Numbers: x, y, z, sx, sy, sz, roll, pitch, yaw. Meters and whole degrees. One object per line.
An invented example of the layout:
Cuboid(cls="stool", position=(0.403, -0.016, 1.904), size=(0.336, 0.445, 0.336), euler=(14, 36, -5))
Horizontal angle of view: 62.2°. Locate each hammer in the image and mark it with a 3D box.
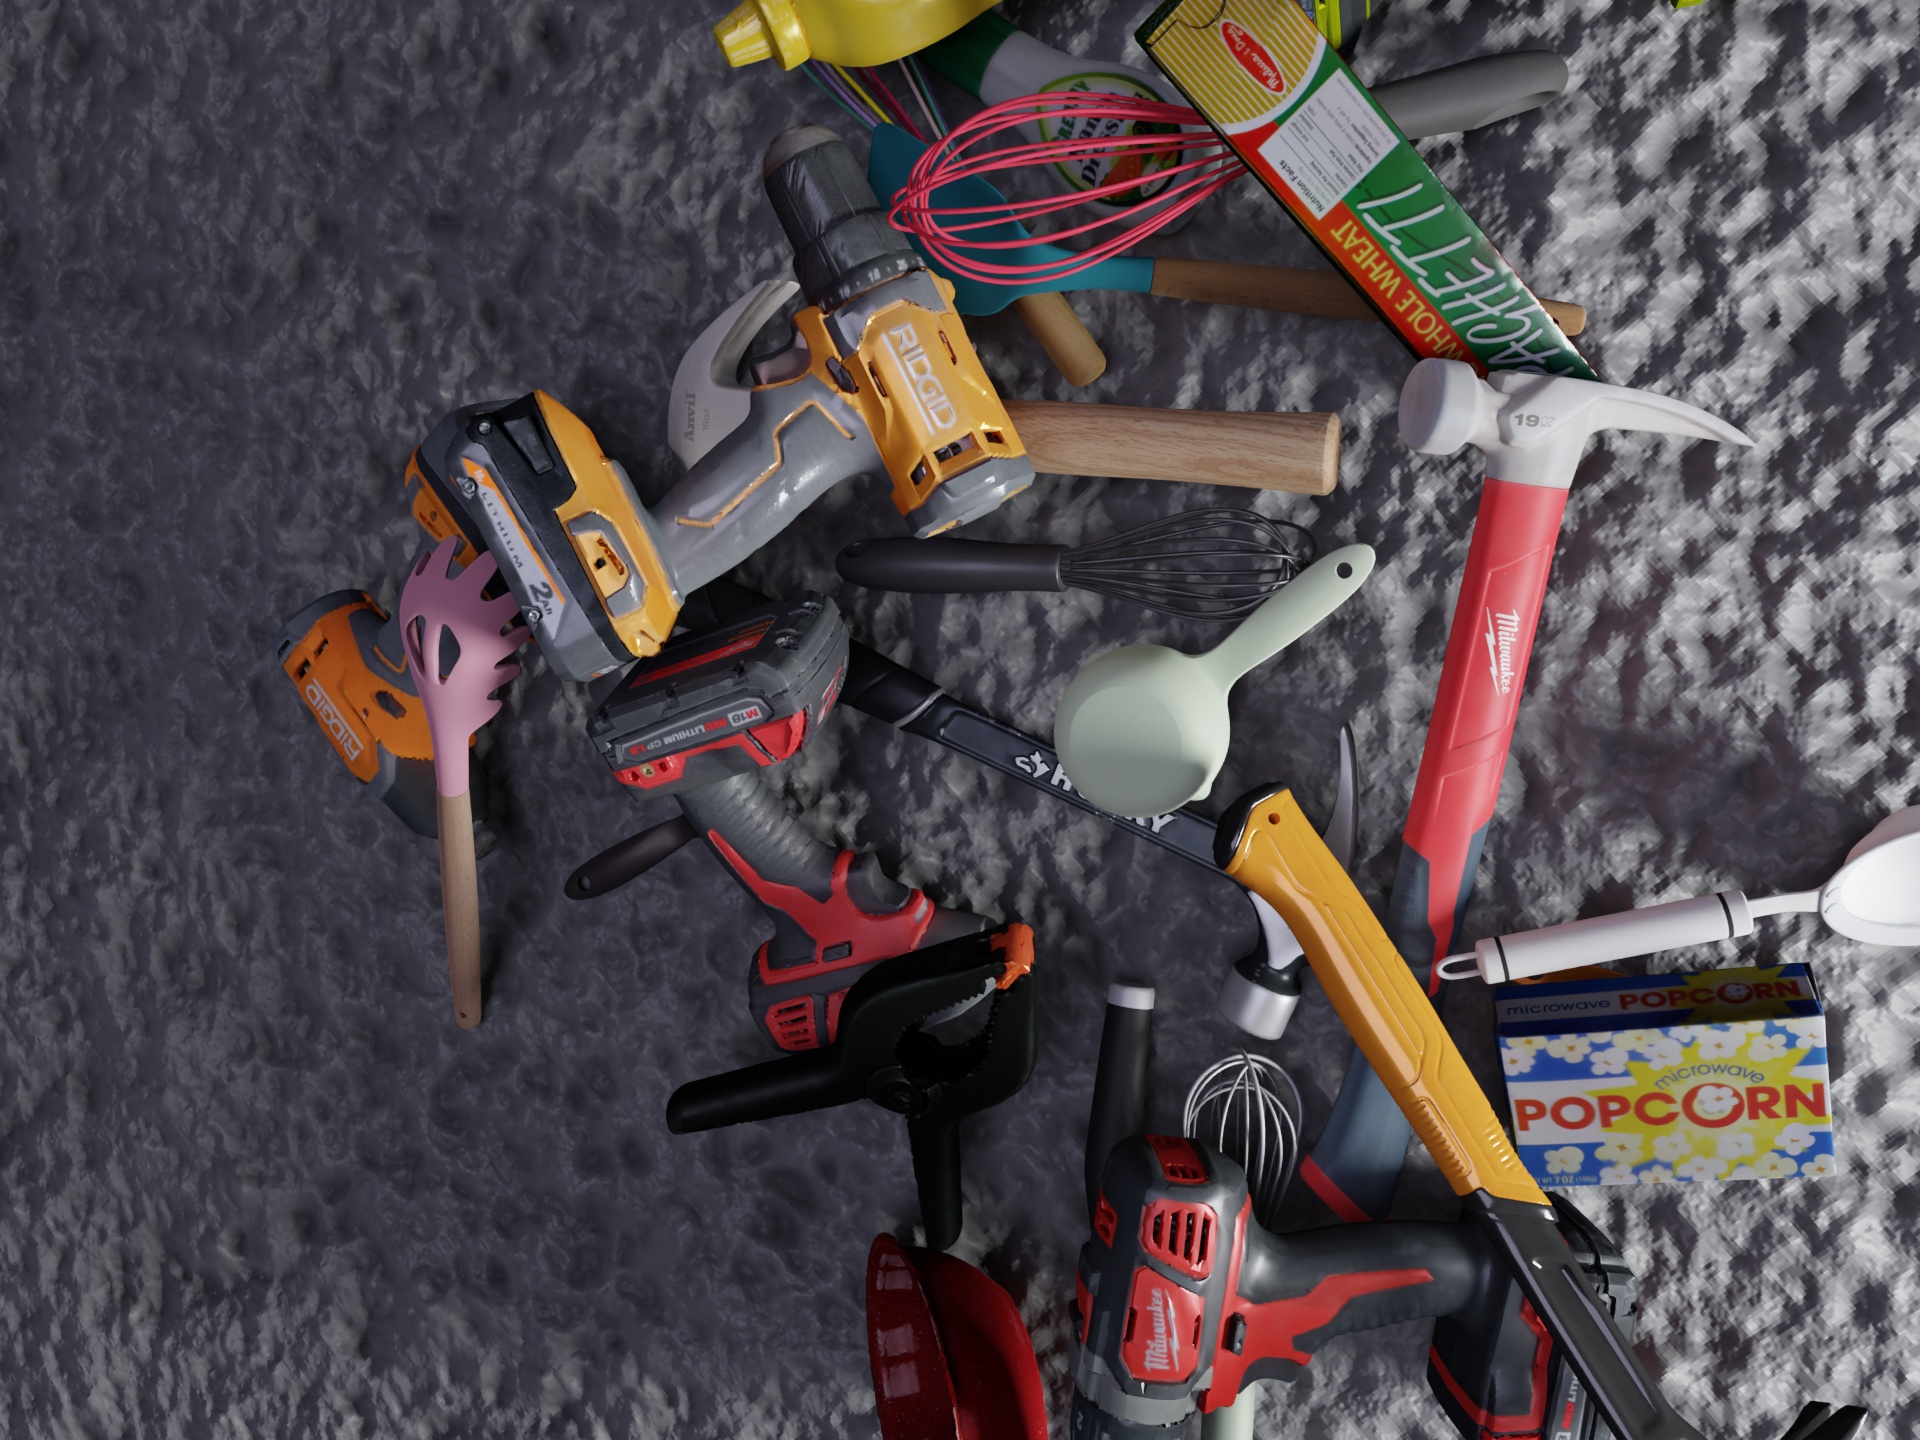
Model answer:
Cuboid(cls="hammer", position=(0.010, -0.137, 0.743), size=(0.331, 0.031, 0.130), euler=(7, 105, 22))
Cuboid(cls="hammer", position=(-0.001, -0.002, 0.777), size=(0.409, 0.036, 0.149), euler=(26, 102, 15))
Cuboid(cls="hammer", position=(0.212, 0.169, 0.638), size=(0.127, 0.034, 0.337), euler=(-28, 78, -15))
Cuboid(cls="hammer", position=(0.225, 0.047, 0.690), size=(0.143, 0.038, 0.386), euler=(5, 105, -11))

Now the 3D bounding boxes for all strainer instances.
Cuboid(cls="strainer", position=(0.325, 0.075, 0.654), size=(0.258, 0.086, 0.050), euler=(-14, 47, 12))

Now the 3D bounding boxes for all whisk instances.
Cuboid(cls="whisk", position=(0.048, -0.075, 0.748), size=(0.239, 0.055, 0.055), euler=(3, 97, 23))
Cuboid(cls="whisk", position=(0.113, -0.235, 0.650), size=(0.296, 0.073, 0.073), euler=(-15, 91, -8))
Cuboid(cls="whisk", position=(0.129, 0.272, 0.756), size=(0.057, 0.059, 0.246), euler=(-1, 101, -11))
Cuboid(cls="whisk", position=(-0.011, -0.259, 0.750), size=(0.051, 0.047, 0.245), euler=(-36, 87, 18))

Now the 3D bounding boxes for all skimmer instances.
Cuboid(cls="skimmer", position=(0.092, 0.310, 0.750), size=(0.090, 0.127, 0.363), euler=(5, 88, 23))

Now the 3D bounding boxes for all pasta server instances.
Cuboid(cls="pasta server", position=(-0.251, 0.049, 0.805), size=(0.060, 0.040, 0.316), euler=(21, 131, 10))

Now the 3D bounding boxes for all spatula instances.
Cuboid(cls="spatula", position=(0.111, -0.198, 0.697), size=(0.317, 0.044, 0.082), euler=(8, 128, 4))

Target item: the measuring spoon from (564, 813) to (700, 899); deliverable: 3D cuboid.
Cuboid(cls="measuring spoon", position=(-0.168, 0.068, 0.849), size=(0.124, 0.018, 0.034), euler=(-29, 86, 20))

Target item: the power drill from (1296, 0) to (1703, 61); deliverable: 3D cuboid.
Cuboid(cls="power drill", position=(0.200, -0.318, 0.595), size=(0.228, 0.190, 0.080), euler=(-5, 87, 15))

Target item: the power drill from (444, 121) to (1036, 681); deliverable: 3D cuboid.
Cuboid(cls="power drill", position=(-0.104, -0.137, 0.692), size=(0.226, 0.084, 0.185), euler=(-26, 93, -4))

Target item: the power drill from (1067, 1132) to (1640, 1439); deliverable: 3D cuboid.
Cuboid(cls="power drill", position=(0.155, 0.279, 0.682), size=(0.226, 0.080, 0.188), euler=(7, 98, -7))

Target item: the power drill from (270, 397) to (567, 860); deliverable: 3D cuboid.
Cuboid(cls="power drill", position=(-0.253, -0.037, 0.821), size=(0.226, 0.084, 0.164), euler=(-41, 82, 33))

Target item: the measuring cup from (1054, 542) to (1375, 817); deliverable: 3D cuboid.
Cuboid(cls="measuring cup", position=(0.108, -0.020, 0.685), size=(0.167, 0.038, 0.083), euler=(-41, 85, 28))

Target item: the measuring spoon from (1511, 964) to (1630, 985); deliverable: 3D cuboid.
Cuboid(cls="measuring spoon", position=(0.298, 0.122, 0.701), size=(0.117, 0.011, 0.021), euler=(14, 104, 21))

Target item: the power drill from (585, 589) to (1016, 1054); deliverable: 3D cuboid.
Cuboid(cls="power drill", position=(-0.066, 0.058, 0.753), size=(0.143, 0.079, 0.219), euler=(-16, 114, 23))
